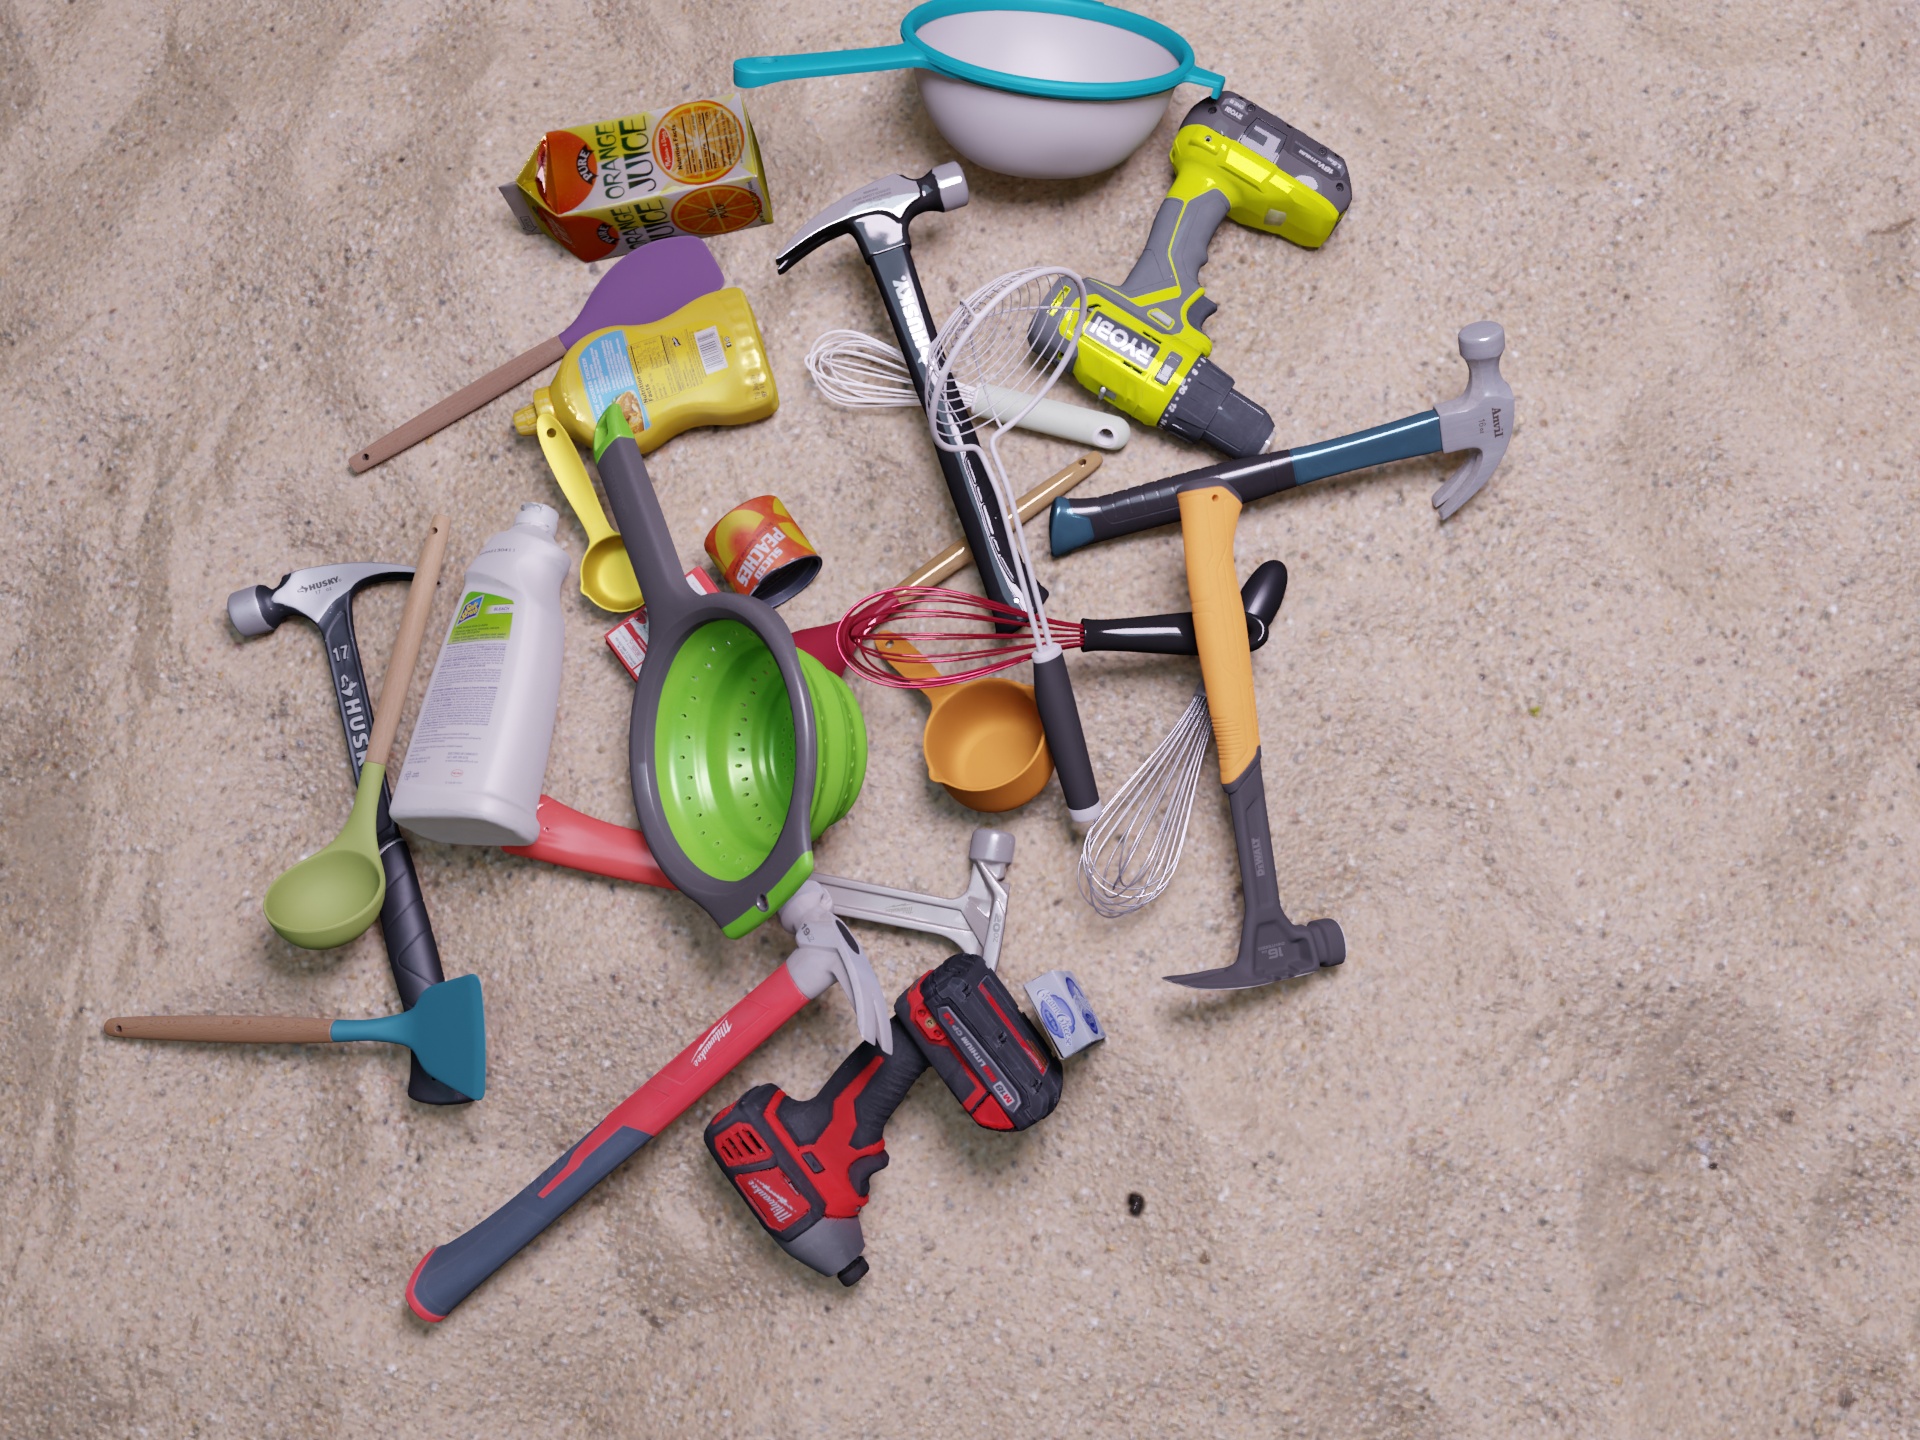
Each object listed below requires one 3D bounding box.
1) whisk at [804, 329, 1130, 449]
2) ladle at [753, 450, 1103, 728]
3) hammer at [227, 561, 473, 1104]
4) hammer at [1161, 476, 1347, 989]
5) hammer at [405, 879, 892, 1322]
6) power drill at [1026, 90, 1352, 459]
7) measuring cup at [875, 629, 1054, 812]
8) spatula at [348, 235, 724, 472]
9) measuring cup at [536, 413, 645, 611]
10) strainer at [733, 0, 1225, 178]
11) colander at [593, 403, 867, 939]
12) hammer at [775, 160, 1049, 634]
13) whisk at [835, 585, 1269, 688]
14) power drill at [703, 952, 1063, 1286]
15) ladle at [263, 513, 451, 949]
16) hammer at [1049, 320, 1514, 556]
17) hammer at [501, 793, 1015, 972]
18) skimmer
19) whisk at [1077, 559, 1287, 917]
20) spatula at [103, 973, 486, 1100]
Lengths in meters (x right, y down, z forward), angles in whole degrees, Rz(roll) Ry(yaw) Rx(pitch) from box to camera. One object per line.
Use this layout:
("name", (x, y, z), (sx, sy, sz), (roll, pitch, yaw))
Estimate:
("whisk", (0.005, -0.238, 1.167), (0.246, 0.059, 0.057), (15, 124, 3))
("ladle", (-0.025, -0.101, 1.148), (0.315, 0.031, 0.069), (-36, 61, -6))
("hammer", (-0.408, 0.075, 1.138), (0.149, 0.036, 0.409), (-18, 79, -1))
("hammer", (0.175, 0.009, 1.051), (0.127, 0.034, 0.337), (-9, 92, -20))
("hammer", (-0.210, 0.275, 1.036), (0.386, 0.038, 0.143), (-41, 43, 6))
("power drill", (0.183, -0.315, 1.151), (0.190, 0.080, 0.228), (32, 85, 3))
("measuring cup", (-0.002, -0.004, 1.123), (0.095, 0.052, 0.174), (-42, 54, -7))
("spatula", (-0.325, -0.275, 1.207), (0.316, 0.018, 0.060), (-32, 95, -2))
("measuring cup", (-0.268, -0.151, 1.160), (0.062, 0.029, 0.156), (-26, 90, -1))
("strainer", (0.002, -0.437, 1.132), (0.340, 0.095, 0.211), (-14, 44, -22))
("colander", (-0.158, -0.051, 1.086), (0.204, 0.094, 0.397), (-42, 61, 39))
("hammer", (-0.017, -0.219, 1.126), (0.146, 0.035, 0.335), (-19, 88, -4))
("whisk", (0.063, -0.058, 1.078), (0.296, 0.073, 0.073), (-1, 79, -4))
("power drill", (-0.047, 0.264, 1.038), (0.219, 0.078, 0.143), (-37, 86, 11))
("ladle", (-0.407, 0.002, 1.108), (0.078, 0.062, 0.320), (8, 77, 11))
("hammer", (0.219, -0.175, 1.116), (0.331, 0.128, 0.033), (-14, 34, 9))
("hammer", (-0.147, 0.120, 1.110), (0.359, 0.036, 0.149), (10, 80, 5))
("skimmer", (0.059, -0.096, 0.991), (0.127, 0.090, 0.363), (-31, 115, -36))
("whisk", (0.160, 0.008, 1.101), (0.070, 0.070, 0.285), (27, 78, 9))
("spatula", (-0.456, 0.212, 1.088), (0.317, 0.044, 0.082), (-2, 89, 14))
